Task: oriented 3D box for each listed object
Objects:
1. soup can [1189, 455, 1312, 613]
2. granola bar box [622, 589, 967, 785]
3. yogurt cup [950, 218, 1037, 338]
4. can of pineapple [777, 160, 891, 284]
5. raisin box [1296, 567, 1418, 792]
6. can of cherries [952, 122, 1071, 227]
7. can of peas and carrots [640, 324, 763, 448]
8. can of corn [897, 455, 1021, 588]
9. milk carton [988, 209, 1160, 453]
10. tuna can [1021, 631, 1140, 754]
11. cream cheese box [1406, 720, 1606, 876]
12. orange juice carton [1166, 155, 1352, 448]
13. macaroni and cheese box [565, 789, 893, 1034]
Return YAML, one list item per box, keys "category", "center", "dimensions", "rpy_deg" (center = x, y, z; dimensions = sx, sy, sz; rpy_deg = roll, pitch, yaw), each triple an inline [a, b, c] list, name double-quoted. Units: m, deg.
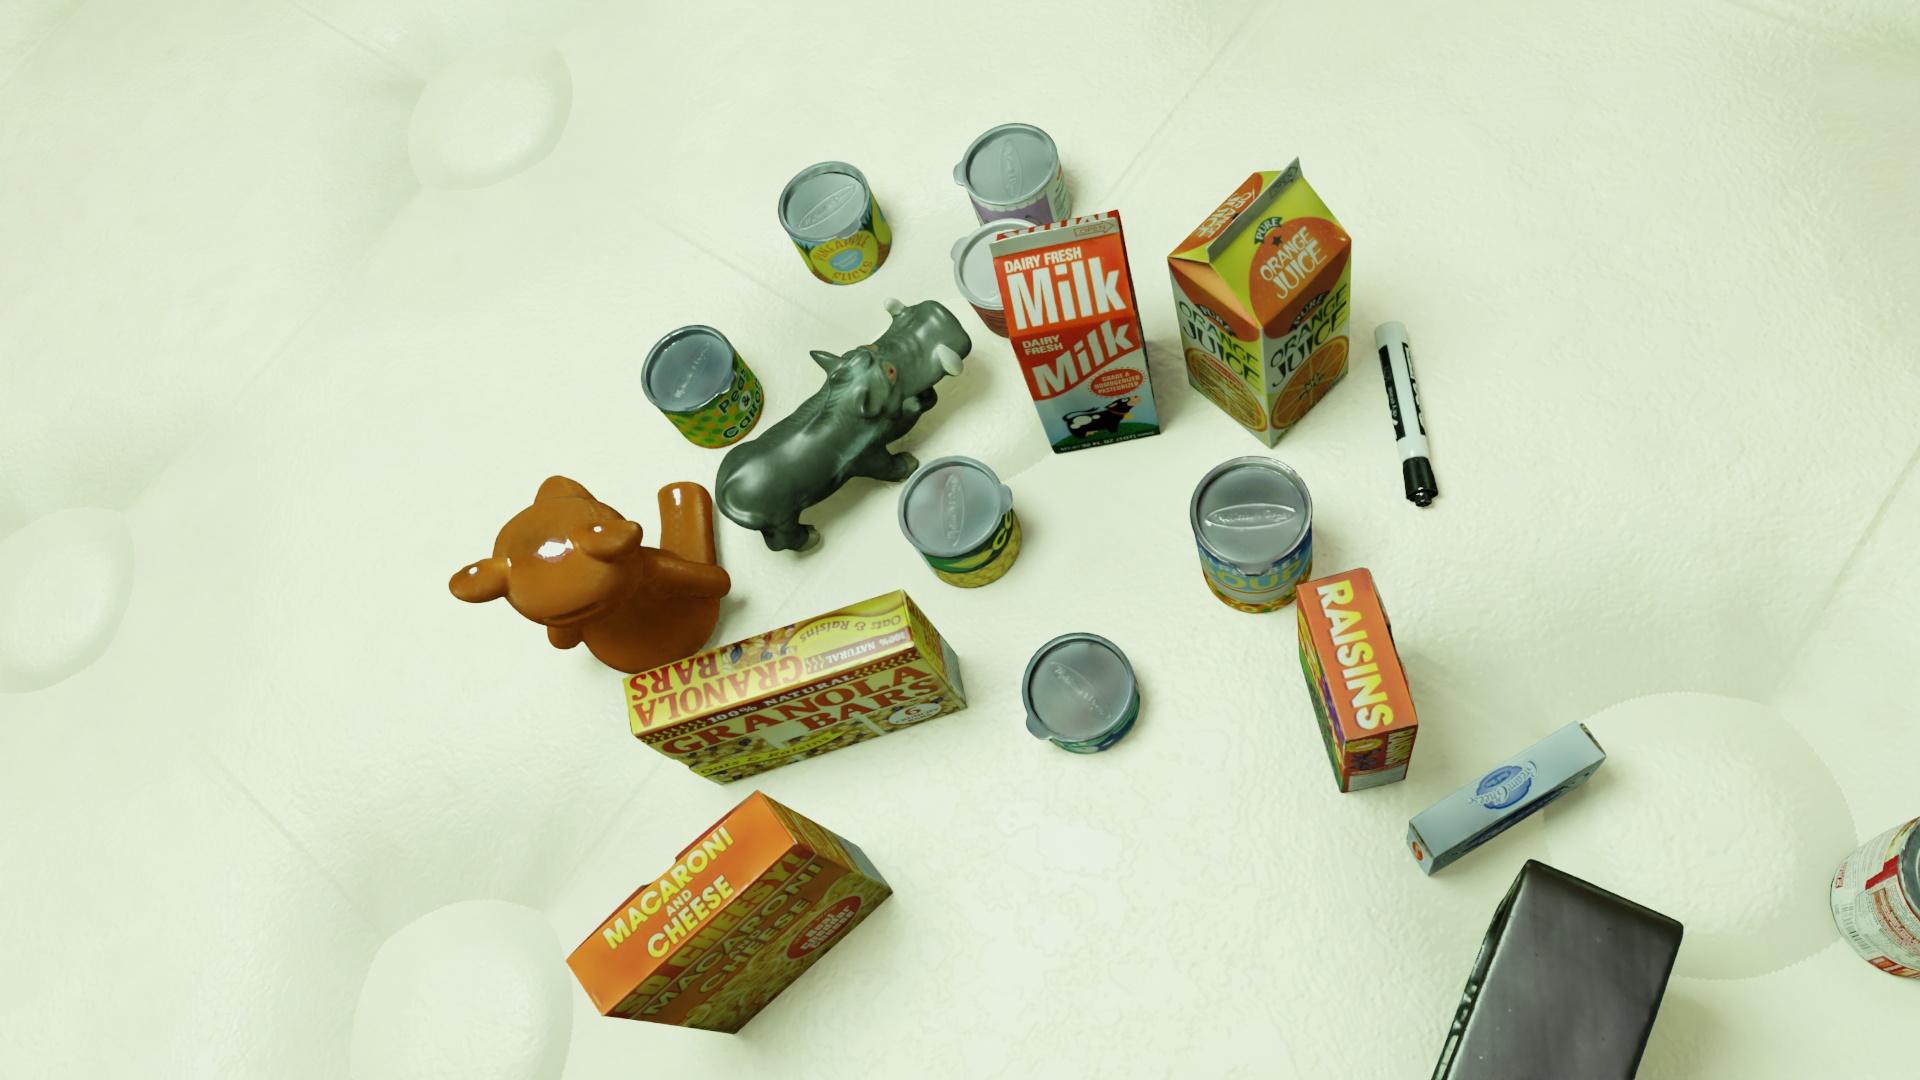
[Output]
- category: "soup can"
  center: [0.168, 0.001, 0.794]
  dimensions: [0.071, 0.083, 0.071]
  rpy_deg: [-5, 67, 12]
- category: "granola bar box"
  center: [-0.090, 0.089, 0.800]
  dimensions: [0.165, 0.124, 0.039]
  rpy_deg: [-18, 65, 7]
- category: "yogurt cup"
  center: [0.034, -0.170, 0.918]
  dimensions: [0.072, 0.053, 0.072]
  rpy_deg: [-5, 66, 12]
- category: "can of pineapple"
  center: [-0.086, -0.219, 0.968]
  dimensions: [0.071, 0.057, 0.071]
  rpy_deg: [-5, 66, 12]
- category: "raisin box"
  center: [0.207, 0.077, 0.729]
  dimensions: [0.040, 0.123, 0.086]
  rpy_deg: [-15, 65, 9]
- category: "can of cherries"
  center: [0.036, -0.239, 0.945]
  dimensions: [0.071, 0.058, 0.072]
  rpy_deg: [-5, 66, 12]
- category: "can of peas and carrots"
  center: [-0.171, -0.103, 0.940]
  dimensions: [0.071, 0.058, 0.071]
  rpy_deg: [-5, 66, 12]
- category: "can of corn"
  center: [0.003, -0.011, 0.856]
  dimensions: [0.071, 0.058, 0.071]
  rpy_deg: [-5, 66, 12]
- category: "milk carton"
  center: [0.069, -0.128, 0.815]
  dimensions: [0.072, 0.190, 0.074]
  rpy_deg: [-10, 66, 10]
- category: "tuna can"
  center: [0.069, 0.091, 0.809]
  dimensions: [0.071, 0.032, 0.071]
  rpy_deg: [-5, 66, 12]
- category: "cream cheese box"
  center: [0.282, 0.135, 0.724]
  dimensions: [0.104, 0.053, 0.024]
  rpy_deg: [-31, 64, 0]
- category: "orange juice carton"
  center: [0.171, -0.137, 0.792]
  dimensions: [0.072, 0.192, 0.073]
  rpy_deg: [-44, 64, -6]
- category: "macaroni and cheese box"
  center: [-0.115, 0.201, 0.735]
  dimensions: [0.124, 0.166, 0.040]
  rpy_deg: [-41, 64, -5]
